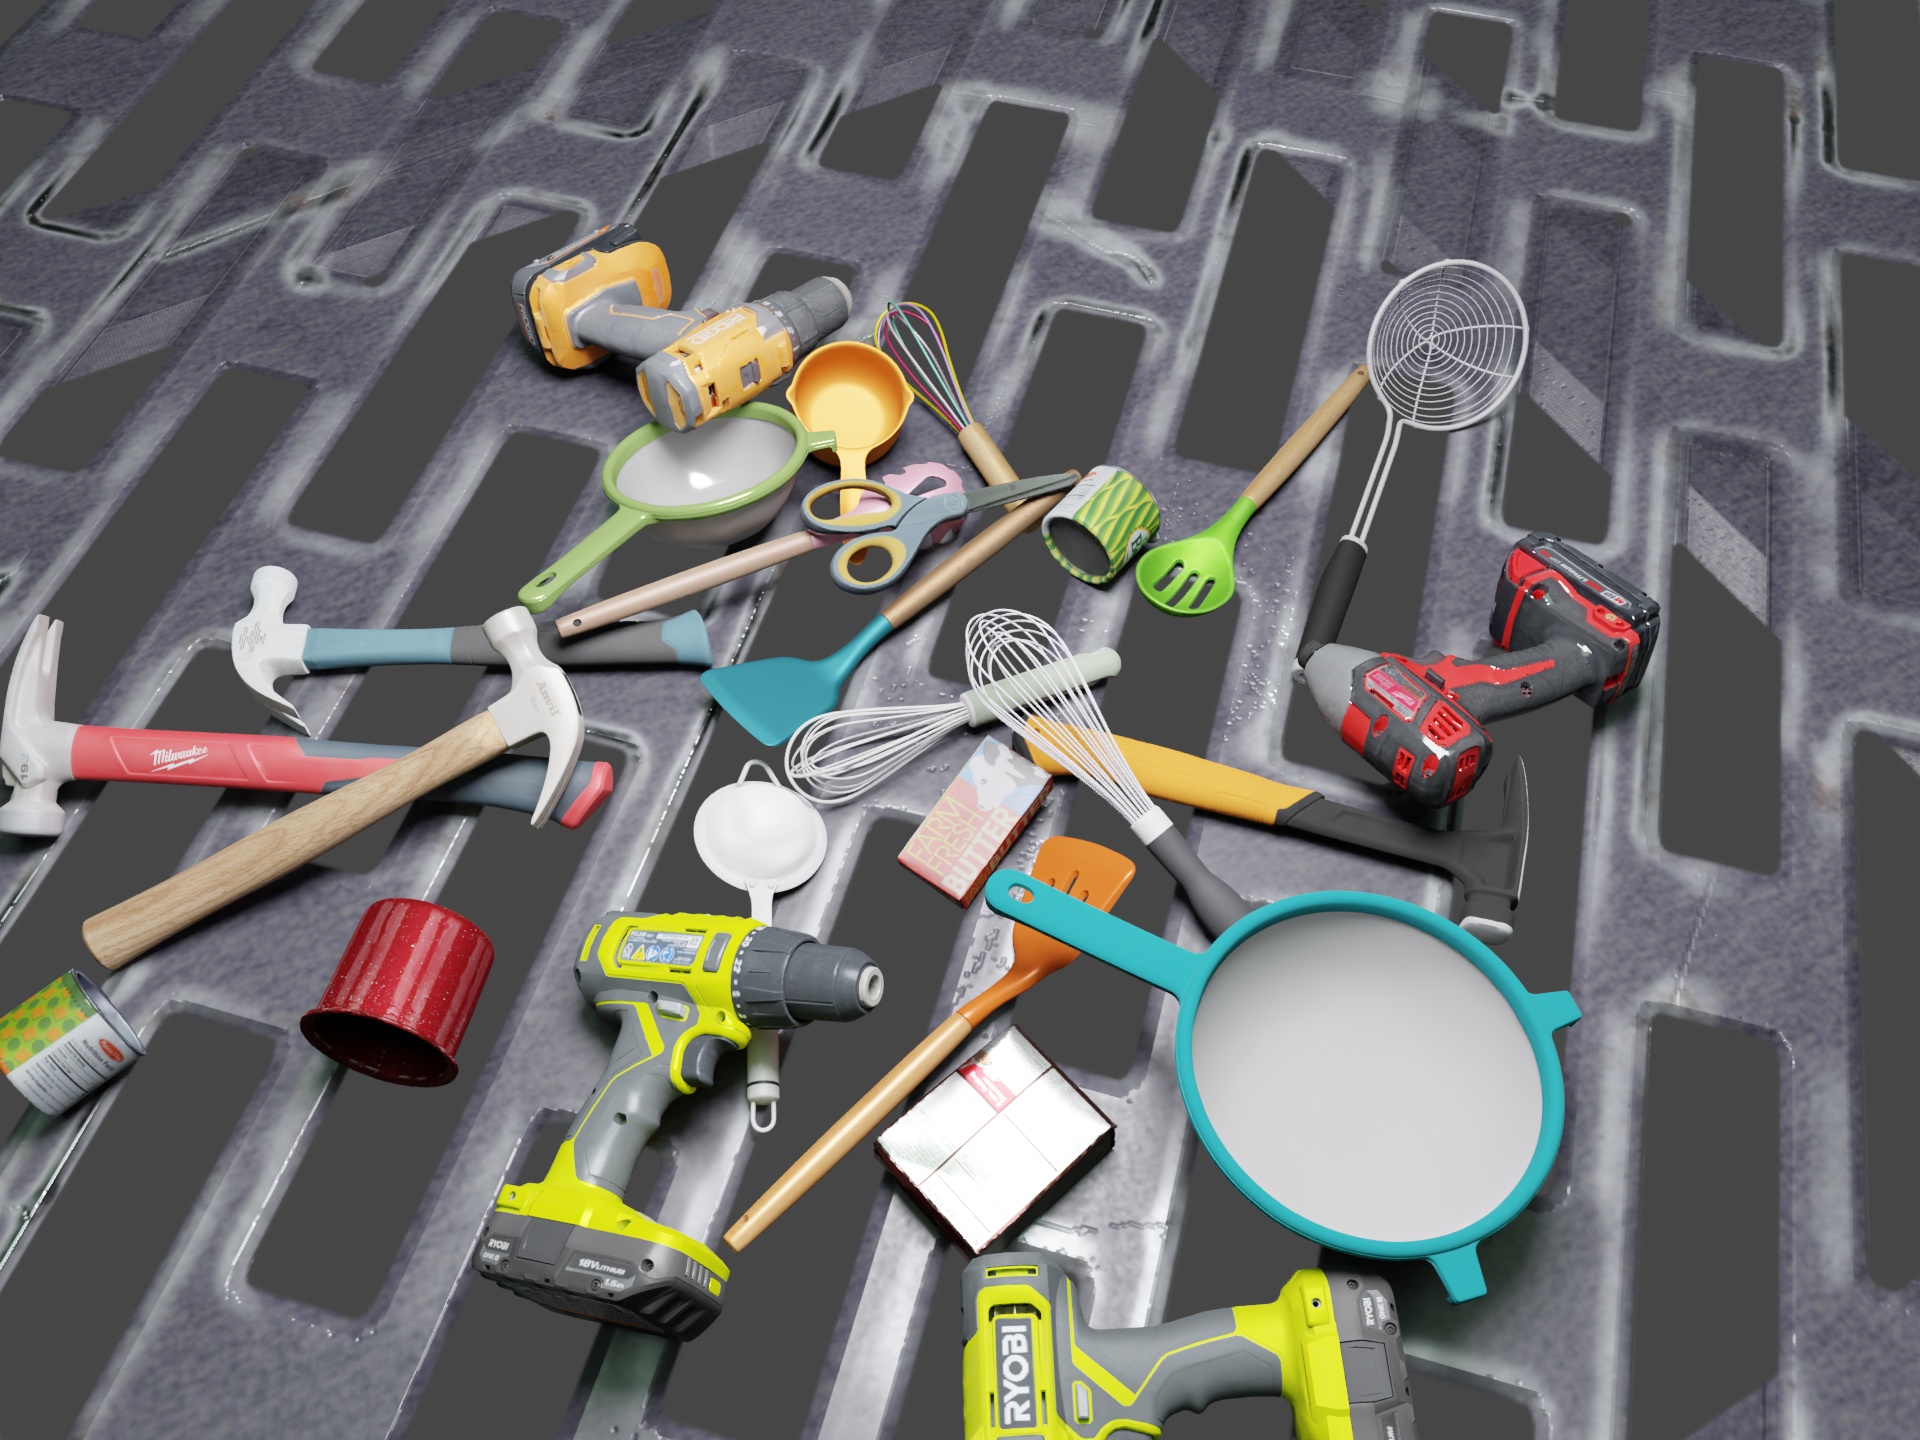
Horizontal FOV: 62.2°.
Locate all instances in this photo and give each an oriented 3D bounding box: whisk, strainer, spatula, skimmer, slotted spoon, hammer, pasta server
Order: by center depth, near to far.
[{"bbox_3d":[0.165,0.184,0.917,0.340,0.095,0.211,24,58,15],"label":"strainer"},{"bbox_3d":[-0.019,0.187,0.935,0.322,0.041,0.081,-40,33,-26],"label":"spatula"},{"bbox_3d":[-0.122,0.127,0.988,0.087,0.050,0.259,4,59,-15],"label":"strainer"},{"bbox_3d":[-0.389,0.063,0.996,0.331,0.031,0.130,-29,84,-5],"label":"hammer"},{"bbox_3d":[0.100,0.041,1.005,0.070,0.070,0.285,-37,82,-21],"label":"whisk"},{"bbox_3d":[-0.421,0.015,1.036,0.386,0.038,0.143,4,84,-1],"label":"hammer"},{"bbox_3d":[0.199,0.045,1.043,0.337,0.034,0.127,14,59,9],"label":"hammer"},{"bbox_3d":[-0.002,-0.003,1.073,0.246,0.058,0.059,-19,93,-15],"label":"whisk"},{"bbox_3d":[-0.338,-0.054,1.107,0.331,0.033,0.128,-1,56,-1],"label":"hammer"},{"bbox_3d":[-0.033,-0.089,1.115,0.317,0.044,0.082,-39,61,-16],"label":"spatula"},{"bbox_3d":[-0.208,-0.134,1.123,0.152,0.069,0.256,19,49,31],"label":"strainer"},{"bbox_3d":[-0.133,-0.117,1.125,0.316,0.040,0.060,-22,91,-16],"label":"pasta server"},{"bbox_3d":[0.322,-0.182,1.158,0.127,0.090,0.363,35,61,-16],"label":"skimmer"},{"bbox_3d":[0.230,-0.176,1.192,0.070,0.031,0.314,32,61,19],"label":"slotted spoon"},{"bbox_3d":[0.000,-0.239,1.224,0.047,0.051,0.245,-21,62,-20],"label":"whisk"}]

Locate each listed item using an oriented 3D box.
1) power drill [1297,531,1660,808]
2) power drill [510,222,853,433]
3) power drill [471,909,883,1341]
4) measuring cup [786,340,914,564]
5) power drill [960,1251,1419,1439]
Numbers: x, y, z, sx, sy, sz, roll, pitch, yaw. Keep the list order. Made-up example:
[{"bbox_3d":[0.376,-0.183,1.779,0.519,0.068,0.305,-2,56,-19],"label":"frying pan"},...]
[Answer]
[{"bbox_3d":[0.337,-0.037,1.049,0.219,0.078,0.143,-26,48,-23],"label":"power drill"},{"bbox_3d":[-0.211,-0.312,1.221,0.226,0.084,0.185,30,54,33],"label":"power drill"},{"bbox_3d":[-0.154,0.213,0.882,0.190,0.080,0.229,1,55,27],"label":"power drill"},{"bbox_3d":[-0.083,-0.195,1.196,0.095,0.052,0.174,-1,80,-9],"label":"measuring cup"},{"bbox_3d":[0.113,0.362,0.815,0.223,0.080,0.171,-3,57,2],"label":"power drill"}]
